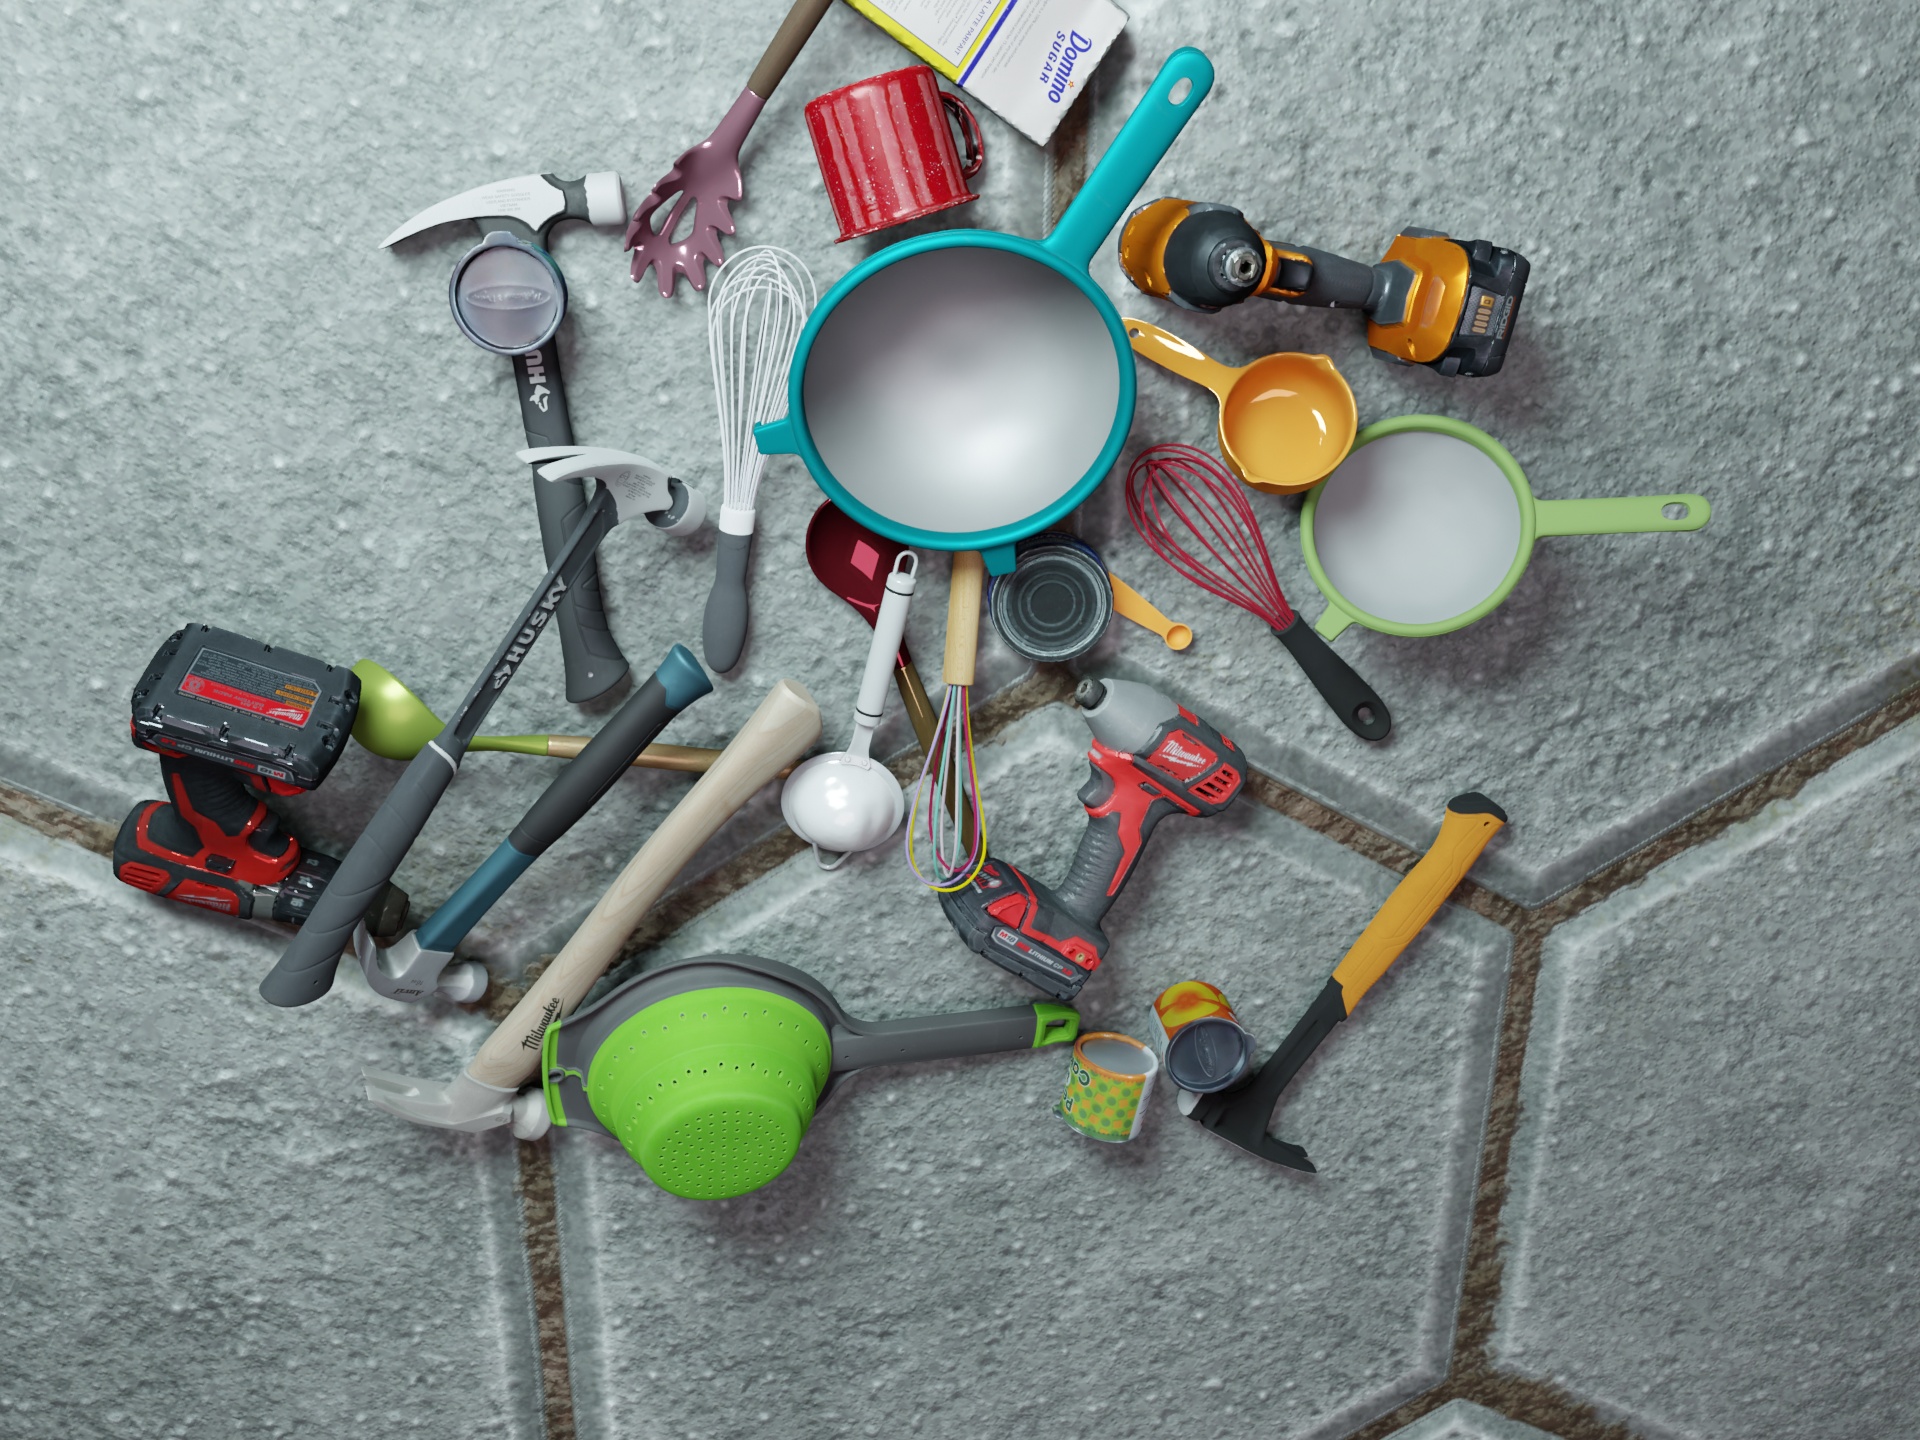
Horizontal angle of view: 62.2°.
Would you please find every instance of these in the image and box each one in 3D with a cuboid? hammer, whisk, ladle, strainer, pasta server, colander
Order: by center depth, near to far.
[{"bbox_3d":[-0.102,-0.383,0.920,0.060,0.040,0.316,23,121,-34],"label":"pasta server"},{"bbox_3d":[0.034,-0.261,0.961,0.210,0.095,0.340,26,120,-22],"label":"strainer"},{"bbox_3d":[-0.310,0.007,0.975,0.036,0.149,0.409,37,96,22],"label":"hammer"},{"bbox_3d":[-0.266,-0.170,1.013,0.146,0.035,0.334,-7,111,-6],"label":"hammer"},{"bbox_3d":[-0.141,-0.161,1.025,0.070,0.070,0.284,7,114,-10],"label":"whisk"},{"bbox_3d":[-0.278,0.073,1.051,0.331,0.033,0.128,-45,149,15],"label":"hammer"},{"bbox_3d":[0.359,-0.127,1.067,0.256,0.069,0.151,-2,81,12],"label":"strainer"},{"bbox_3d":[-0.252,0.008,1.077,0.320,0.078,0.062,6,71,-18],"label":"ladle"},{"bbox_3d":[-0.066,0.004,1.082,0.087,0.050,0.258,12,114,-8],"label":"strainer"},{"bbox_3d":[0.000,-0.003,1.087,0.047,0.051,0.245,9,97,33],"label":"whisk"},{"bbox_3d":[-0.241,0.130,1.091,0.146,0.038,0.410,28,108,-44],"label":"hammer"},{"bbox_3d":[0.214,-0.081,1.100,0.073,0.073,0.295,-42,116,9],"label":"whisk"},{"bbox_3d":[-0.031,-0.017,1.106,0.069,0.031,0.315,-21,114,-1],"label":"ladle"},{"bbox_3d":[-0.094,0.264,1.141,0.397,0.095,0.204,-4,127,-14],"label":"colander"},{"bbox_3d":[0.312,0.200,1.228,0.127,0.034,0.337,30,104,-16],"label":"hammer"}]

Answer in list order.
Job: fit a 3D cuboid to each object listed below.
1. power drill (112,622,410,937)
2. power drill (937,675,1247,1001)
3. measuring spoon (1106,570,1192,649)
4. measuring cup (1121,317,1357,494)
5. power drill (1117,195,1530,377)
[{"bbox_3d":[-0.438,0.057,1.017,0.187,0.080,0.226,19,136,-13],"label":"power drill"},{"bbox_3d":[0.089,0.076,1.123,0.143,0.079,0.219,33,98,-27],"label":"power drill"},{"bbox_3d":[0.113,-0.086,1.109,0.117,0.011,0.021,32,107,-14],"label":"measuring spoon"},{"bbox_3d":[0.177,-0.214,1.052,0.173,0.052,0.095,32,89,9],"label":"measuring cup"},{"bbox_3d":[0.223,-0.269,0.972,0.226,0.164,0.084,7,109,-12],"label":"power drill"}]
